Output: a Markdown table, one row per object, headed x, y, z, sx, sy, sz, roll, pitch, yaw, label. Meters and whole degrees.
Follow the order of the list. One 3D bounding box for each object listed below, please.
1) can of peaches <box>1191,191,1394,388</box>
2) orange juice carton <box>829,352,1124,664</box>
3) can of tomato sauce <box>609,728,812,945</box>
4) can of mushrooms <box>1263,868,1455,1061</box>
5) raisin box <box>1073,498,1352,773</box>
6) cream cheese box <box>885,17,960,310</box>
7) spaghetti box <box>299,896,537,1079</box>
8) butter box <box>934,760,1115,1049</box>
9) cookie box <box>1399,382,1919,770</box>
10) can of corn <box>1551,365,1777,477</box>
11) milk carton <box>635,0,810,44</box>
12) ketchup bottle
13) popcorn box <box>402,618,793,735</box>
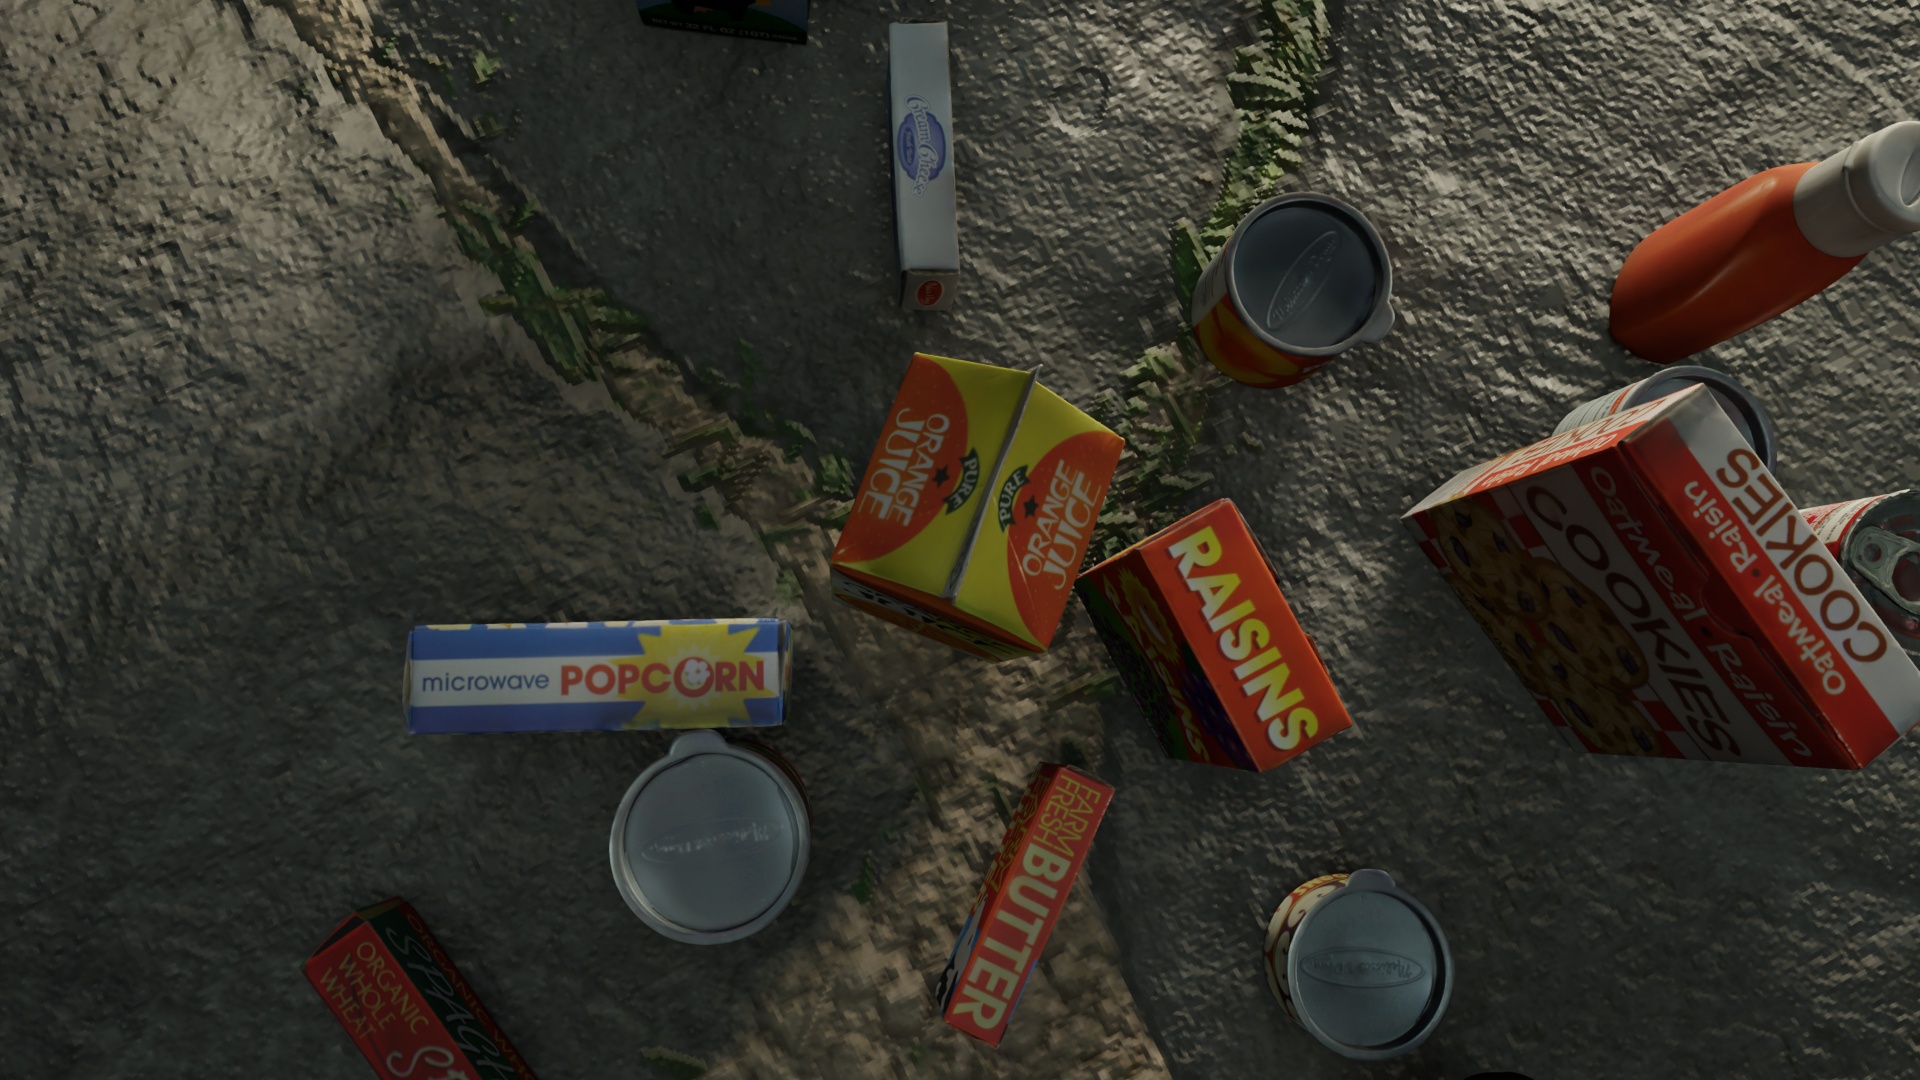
| x | y | z | sx | sy | sz | roll | pitch | yaw | label |
| --- | --- | --- | --- | --- | --- | --- | --- | --- | --- |
| 0.134 | -0.098 | 0.562 | 0.071 | 0.058 | 0.071 | 1 | 83 | -5 | can of peaches |
| 0.002 | -0.006 | 0.470 | 0.073 | 0.192 | 0.072 | 22 | 82 | -2 | orange juice carton |
| -0.088 | 0.104 | 0.503 | 0.071 | 0.083 | 0.071 | 1 | 83 | -5 | can of tomato sauce |
| 0.155 | 0.163 | 0.543 | 0.071 | 0.033 | 0.071 | 1 | 83 | -5 | can of mushrooms |
| 0.087 | 0.037 | 0.507 | 0.040 | 0.123 | 0.086 | -27 | 86 | -8 | raisin box |
| -0.016 | -0.149 | 0.557 | 0.024 | 0.053 | 0.104 | -2 | 83 | -5 | cream cheese box |
| -0.146 | 0.237 | 0.498 | 0.029 | 0.050 | 0.250 | -37 | 87 | -8 | spaghetti box |
| 0.023 | 0.134 | 0.525 | 0.024 | 0.053 | 0.103 | 26 | 81 | -2 | butter box |
| 0.241 | 0.020 | 0.501 | 0.040 | 0.167 | 0.123 | -35 | 87 | -8 | cookie box |
| 0.285 | -0.030 | 0.567 | 0.071 | 0.058 | 0.071 | 1 | 83 | -5 | can of corn |
| -0.087 | -0.258 | 0.496 | 0.072 | 0.190 | 0.073 | 6 | 83 | -4 | milk carton |
| 0.312 | -0.115 | 0.534 | 0.043 | 0.148 | 0.065 | 28 | 82 | -1 | ketchup bottle |
| -0.125 | 0.049 | 0.506 | 0.127 | 0.085 | 0.038 | -1 | 83 | -5 | popcorn box |
